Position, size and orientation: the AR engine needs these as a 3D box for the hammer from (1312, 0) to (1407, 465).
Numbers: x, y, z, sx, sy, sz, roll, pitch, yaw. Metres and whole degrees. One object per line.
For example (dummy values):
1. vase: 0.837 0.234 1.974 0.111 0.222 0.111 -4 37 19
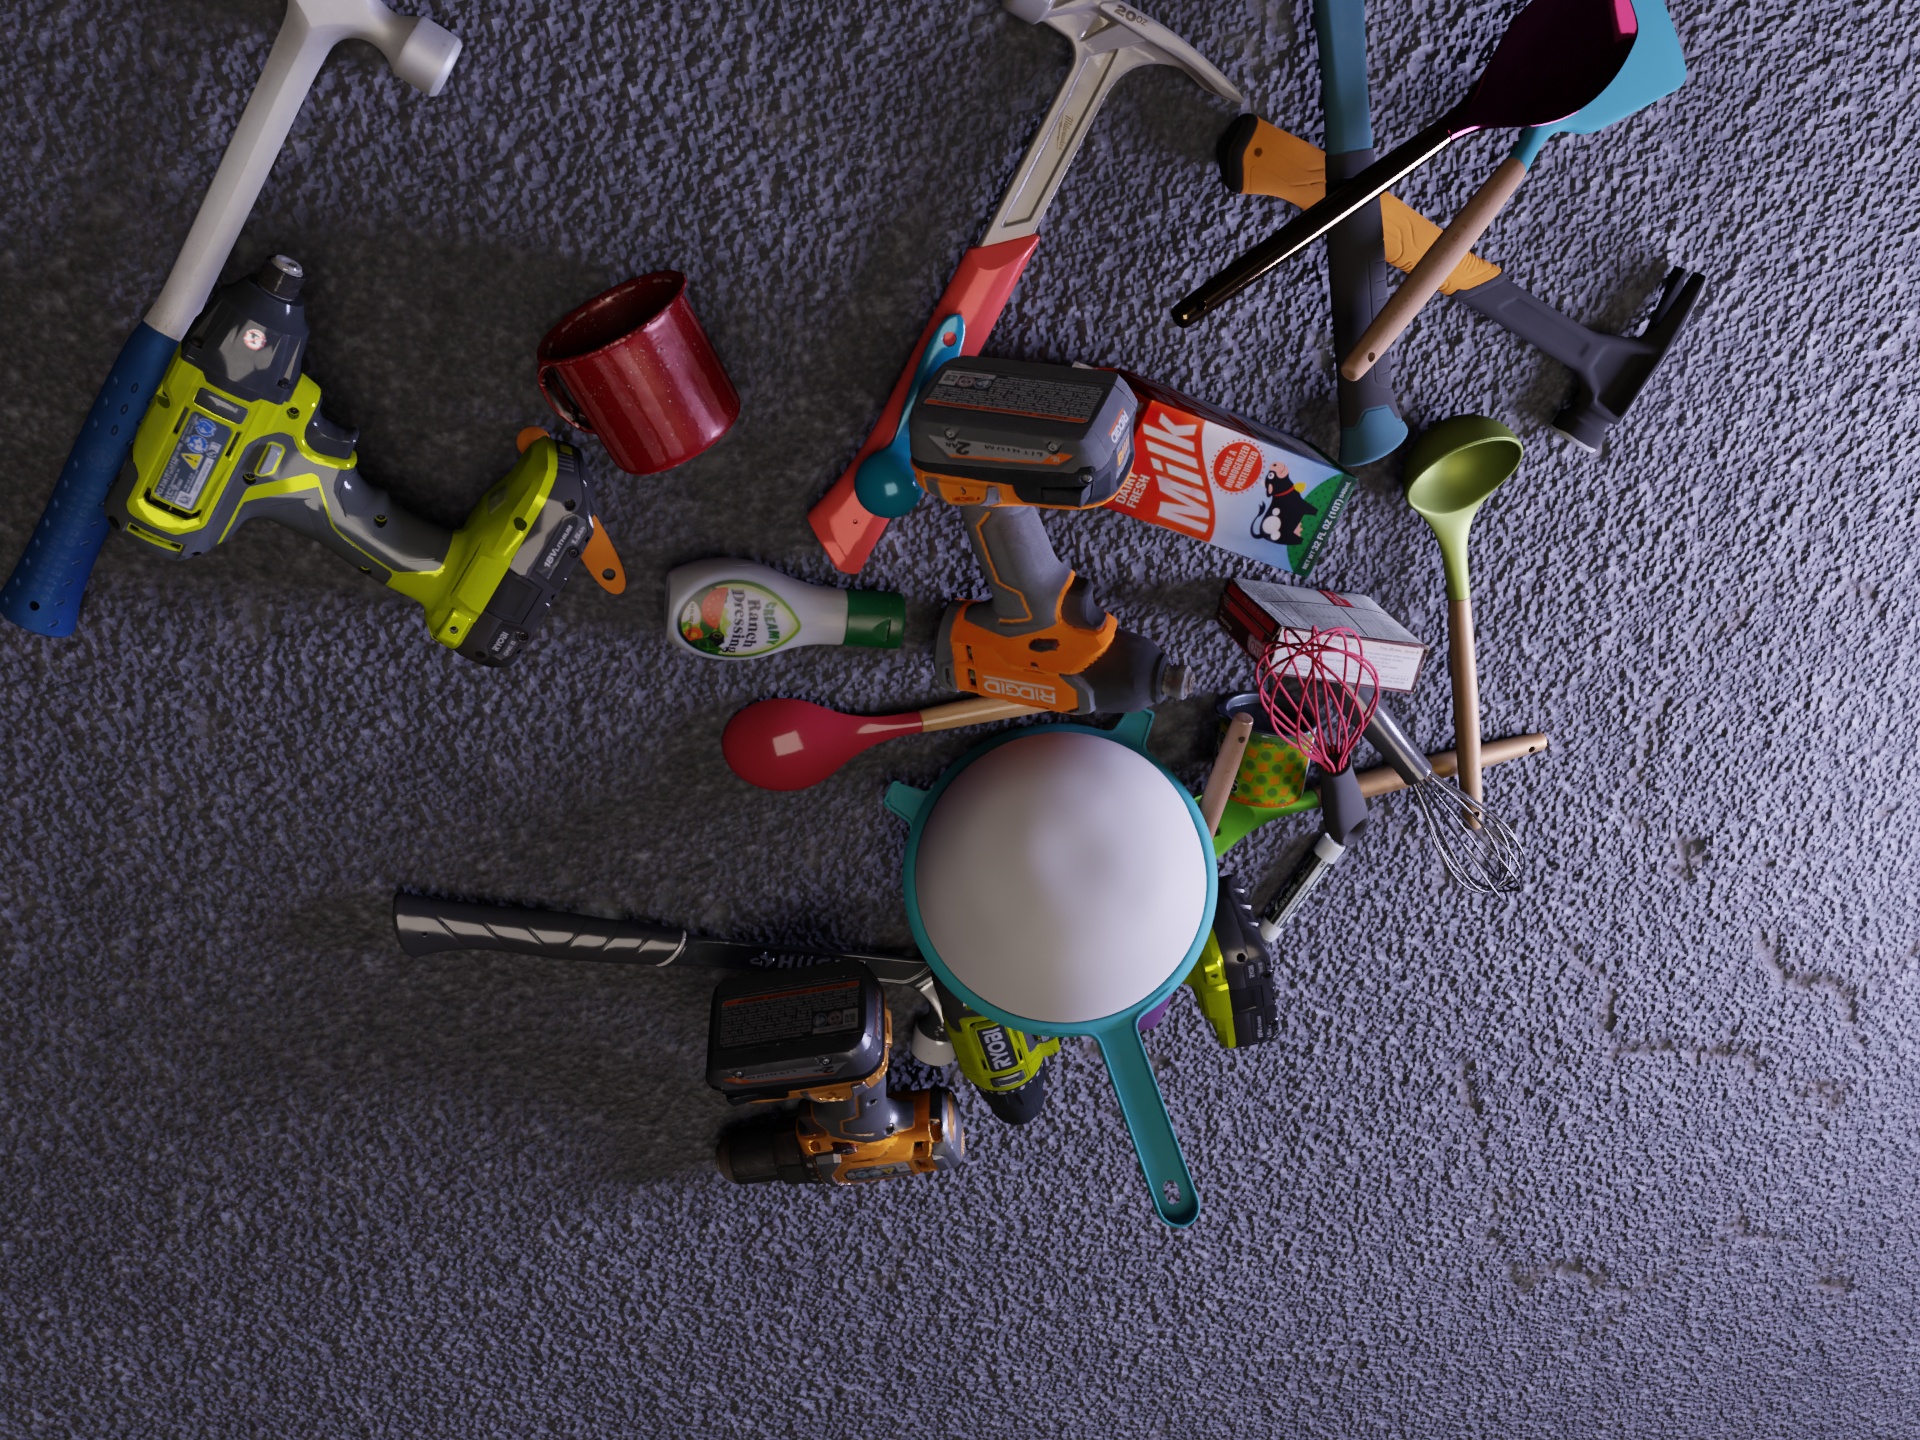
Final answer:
1. hammer: 0.225 -0.312 0.911 0.128 0.033 0.330 -13 110 -10

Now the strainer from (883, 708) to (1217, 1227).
1. strainer: 0.087 0.153 1.010 0.211 0.095 0.340 -18 75 -5

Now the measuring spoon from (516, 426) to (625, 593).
1. measuring spoon: -0.232 -0.124 0.957 0.021 0.011 0.116 -25 120 1

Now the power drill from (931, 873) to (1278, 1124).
1. power drill: 0.104 0.206 1.135 0.228 0.080 0.190 -16 133 1

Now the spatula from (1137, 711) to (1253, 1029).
1. spatula: 0.155 0.119 1.136 0.059 0.018 0.315 3 129 -14

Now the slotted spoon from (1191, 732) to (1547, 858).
1. slotted spoon: 0.281 0.052 1.157 0.313 0.031 0.070 -14 127 -8

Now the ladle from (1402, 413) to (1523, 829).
1. ladle: 0.348 -0.056 1.088 0.078 0.062 0.320 -14 117 -4

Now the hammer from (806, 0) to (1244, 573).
1. hammer: 0.016 -0.244 0.937 0.149 0.037 0.359 22 110 -22

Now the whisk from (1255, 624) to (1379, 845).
1. whisk: 0.240 0.019 1.033 0.073 0.073 0.295 -29 148 3

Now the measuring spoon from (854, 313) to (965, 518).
1. measuring spoon: -0.024 -0.175 0.929 0.042 0.021 0.128 16 111 -20

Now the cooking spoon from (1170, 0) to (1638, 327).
1. cooking spoon: 0.249 -0.314 0.890 0.319 0.017 0.068 -36 112 -4

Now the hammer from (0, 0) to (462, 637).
1. hammer: -0.425 -0.221 0.849 0.144 0.035 0.405 27 108 -24

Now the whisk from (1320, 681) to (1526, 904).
1. whisk: 0.322 0.039 1.124 0.055 0.055 0.239 -40 102 9

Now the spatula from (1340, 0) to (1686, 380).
1. spatula: 0.318 -0.309 0.927 0.317 0.044 0.082 -50 121 -17

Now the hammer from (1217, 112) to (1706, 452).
1. hammer: 0.305 -0.288 0.981 0.336 0.034 0.127 21 111 -22

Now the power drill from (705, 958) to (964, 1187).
1. power drill: -0.110 0.263 1.118 0.185 0.084 0.226 -10 140 10

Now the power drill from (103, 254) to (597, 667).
1. power drill: -0.321 -0.135 0.870 0.223 0.080 0.171 26 112 -29

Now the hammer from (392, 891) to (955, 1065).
1. hammer: -0.180 0.156 1.102 0.408 0.036 0.149 9 114 -17

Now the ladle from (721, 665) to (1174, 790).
1. ladle: -0.002 -0.003 1.065 0.315 0.031 0.069 -11 118 -9

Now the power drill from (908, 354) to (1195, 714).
1. power drill: 0.057 -0.095 0.942 0.164 0.084 0.226 11 137 19
